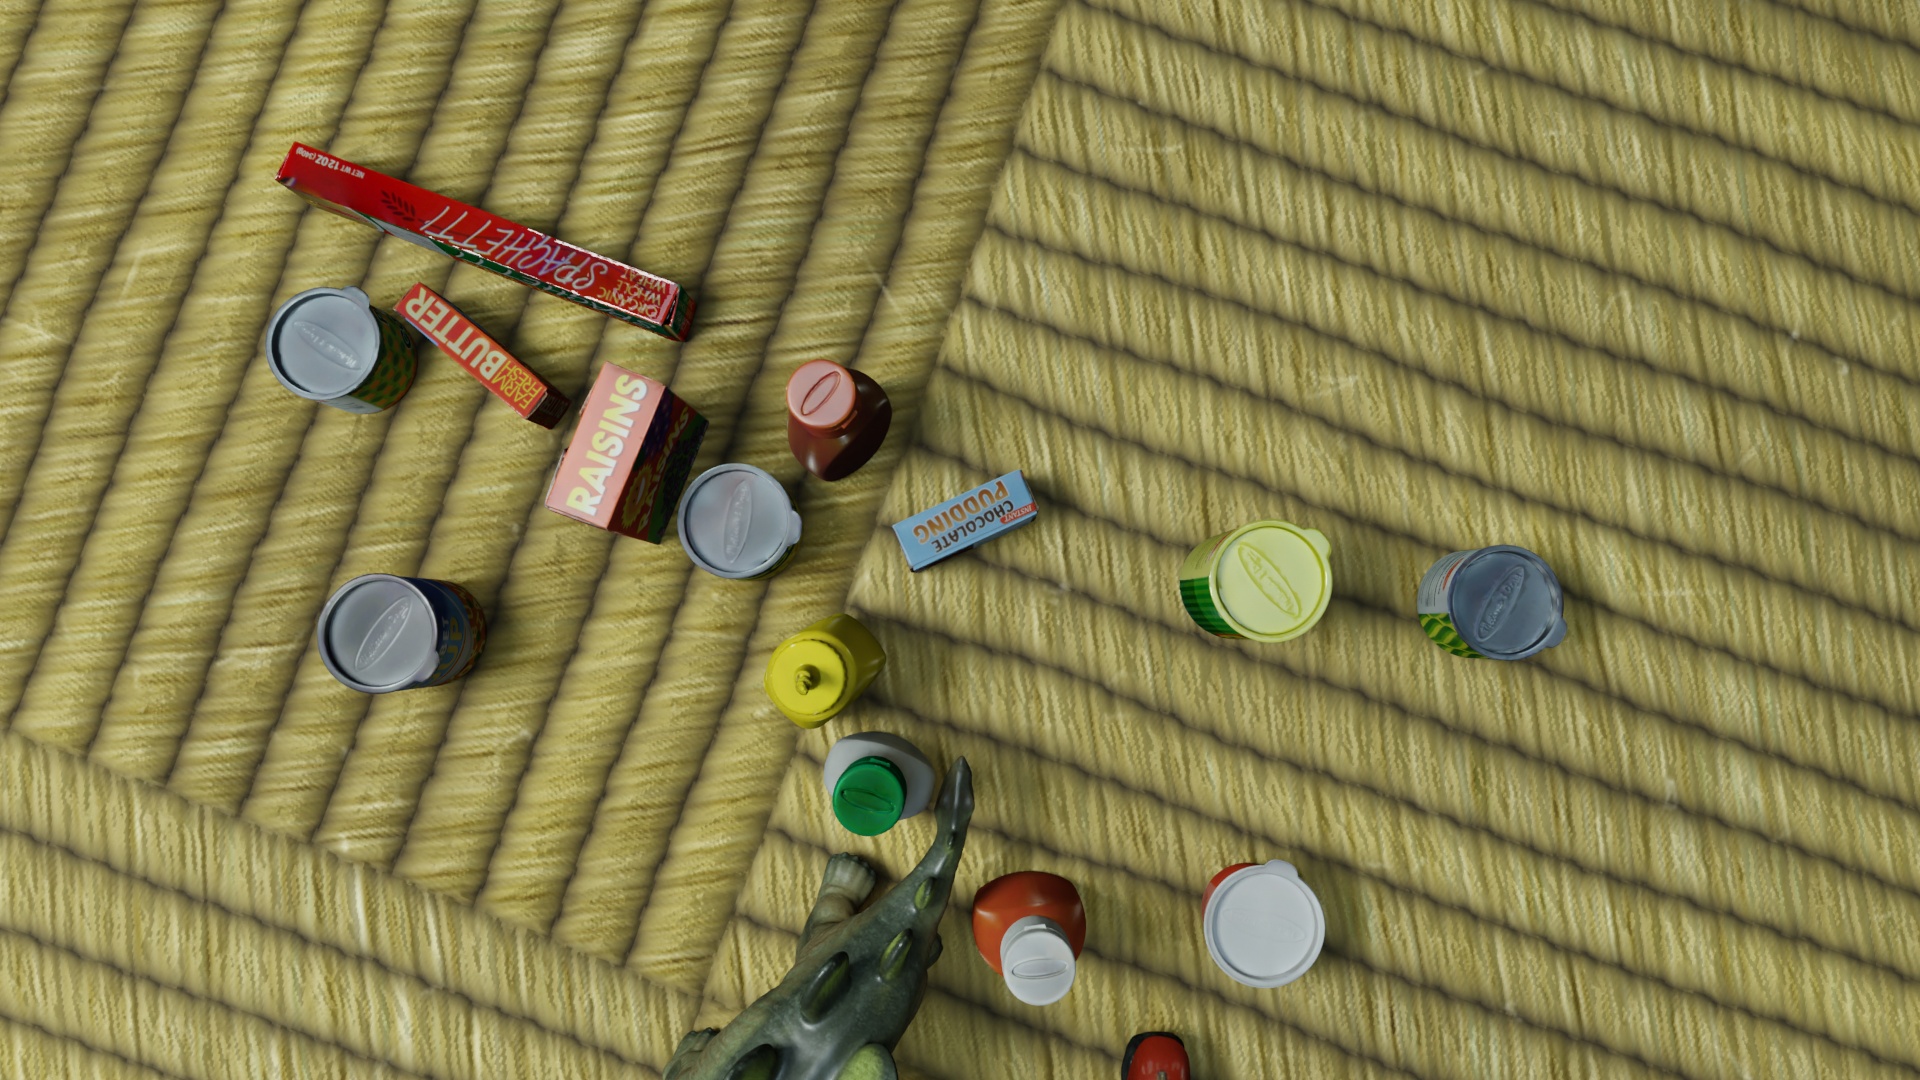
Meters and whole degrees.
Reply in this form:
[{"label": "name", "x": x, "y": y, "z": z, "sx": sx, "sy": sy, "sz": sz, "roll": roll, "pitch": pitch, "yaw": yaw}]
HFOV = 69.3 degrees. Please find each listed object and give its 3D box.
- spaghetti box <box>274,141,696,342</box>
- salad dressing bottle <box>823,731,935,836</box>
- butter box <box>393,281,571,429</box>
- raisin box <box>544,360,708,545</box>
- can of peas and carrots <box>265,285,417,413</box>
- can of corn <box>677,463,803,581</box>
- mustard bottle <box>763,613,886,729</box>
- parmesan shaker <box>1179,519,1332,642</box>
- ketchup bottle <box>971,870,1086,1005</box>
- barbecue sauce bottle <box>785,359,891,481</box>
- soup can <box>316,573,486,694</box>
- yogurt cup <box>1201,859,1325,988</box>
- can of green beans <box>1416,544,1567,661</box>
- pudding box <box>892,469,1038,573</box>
[{"label": "spaghetti box", "x": -0.281, "y": -0.177, "z": 0.835, "sx": 0.250, "sy": 0.050, "sz": 0.028, "roll": 20, "pitch": 86, "yaw": 1}, {"label": "salad dressing bottle", "x": -0.046, "y": 0.133, "z": 0.763, "sx": 0.064, "sy": 0.147, "sz": 0.044, "roll": 17, "pitch": 87, "yaw": 1}, {"label": "butter box", "x": -0.283, "y": -0.109, "z": 0.828, "sx": 0.103, "sy": 0.053, "sz": 0.024, "roll": 39, "pitch": 87, "yaw": 3}, {"label": "raisin box", "x": -0.186, "y": -0.046, "z": 0.788, "sx": 0.040, "sy": 0.123, "sz": 0.086, "roll": 22, "pitch": 86, "yaw": 1}, {"label": "can of peas and carrots", "x": -0.365, "y": -0.114, "z": 0.825, "sx": 0.071, "sy": 0.058, "sz": 0.071, "roll": 0, "pitch": 86, "yaw": 0}, {"label": "can of corn", "x": -0.125, "y": -0.009, "z": 0.818, "sx": 0.071, "sy": 0.058, "sz": 0.071, "roll": 0, "pitch": 86, "yaw": 0}, {"label": "mustard bottle", "x": -0.077, "y": 0.072, "z": 0.761, "sx": 0.065, "sy": 0.160, "sz": 0.049, "roll": -44, "pitch": 87, "yaw": -3}, {"label": "parmesan shaker", "x": 0.168, "y": 0.023, "z": 0.794, "sx": 0.071, "sy": 0.103, "sz": 0.071, "roll": 0, "pitch": 86, "yaw": 0}, {"label": "ketchup bottle", "x": 0.039, "y": 0.214, "z": 0.756, "sx": 0.065, "sy": 0.148, "sz": 0.043, "roll": -6, "pitch": 86, "yaw": 0}, {"label": "barbecue sauce bottle", "x": -0.070, "y": -0.070, "z": 0.778, "sx": 0.043, "sy": 0.148, "sz": 0.065, "roll": 41, "pitch": 87, "yaw": 2}, {"label": "soup can", "x": -0.317, "y": 0.055, "z": 0.800, "sx": 0.071, "sy": 0.083, "sz": 0.071, "roll": 0, "pitch": 86, "yaw": 0}, {"label": "yogurt cup", "x": 0.171, "y": 0.218, "z": 0.804, "sx": 0.072, "sy": 0.054, "sz": 0.072, "roll": 0, "pitch": 86, "yaw": 0}, {"label": "can of green beans", "x": 0.309, "y": 0.037, "z": 0.816, "sx": 0.071, "sy": 0.058, "sz": 0.071, "roll": 0, "pitch": 86, "yaw": 0}, {"label": "pudding box", "x": 0.003, "y": -0.010, "z": 0.823, "sx": 0.084, "sy": 0.049, "sz": 0.030, "roll": -24, "pitch": 87, "yaw": -2}]
